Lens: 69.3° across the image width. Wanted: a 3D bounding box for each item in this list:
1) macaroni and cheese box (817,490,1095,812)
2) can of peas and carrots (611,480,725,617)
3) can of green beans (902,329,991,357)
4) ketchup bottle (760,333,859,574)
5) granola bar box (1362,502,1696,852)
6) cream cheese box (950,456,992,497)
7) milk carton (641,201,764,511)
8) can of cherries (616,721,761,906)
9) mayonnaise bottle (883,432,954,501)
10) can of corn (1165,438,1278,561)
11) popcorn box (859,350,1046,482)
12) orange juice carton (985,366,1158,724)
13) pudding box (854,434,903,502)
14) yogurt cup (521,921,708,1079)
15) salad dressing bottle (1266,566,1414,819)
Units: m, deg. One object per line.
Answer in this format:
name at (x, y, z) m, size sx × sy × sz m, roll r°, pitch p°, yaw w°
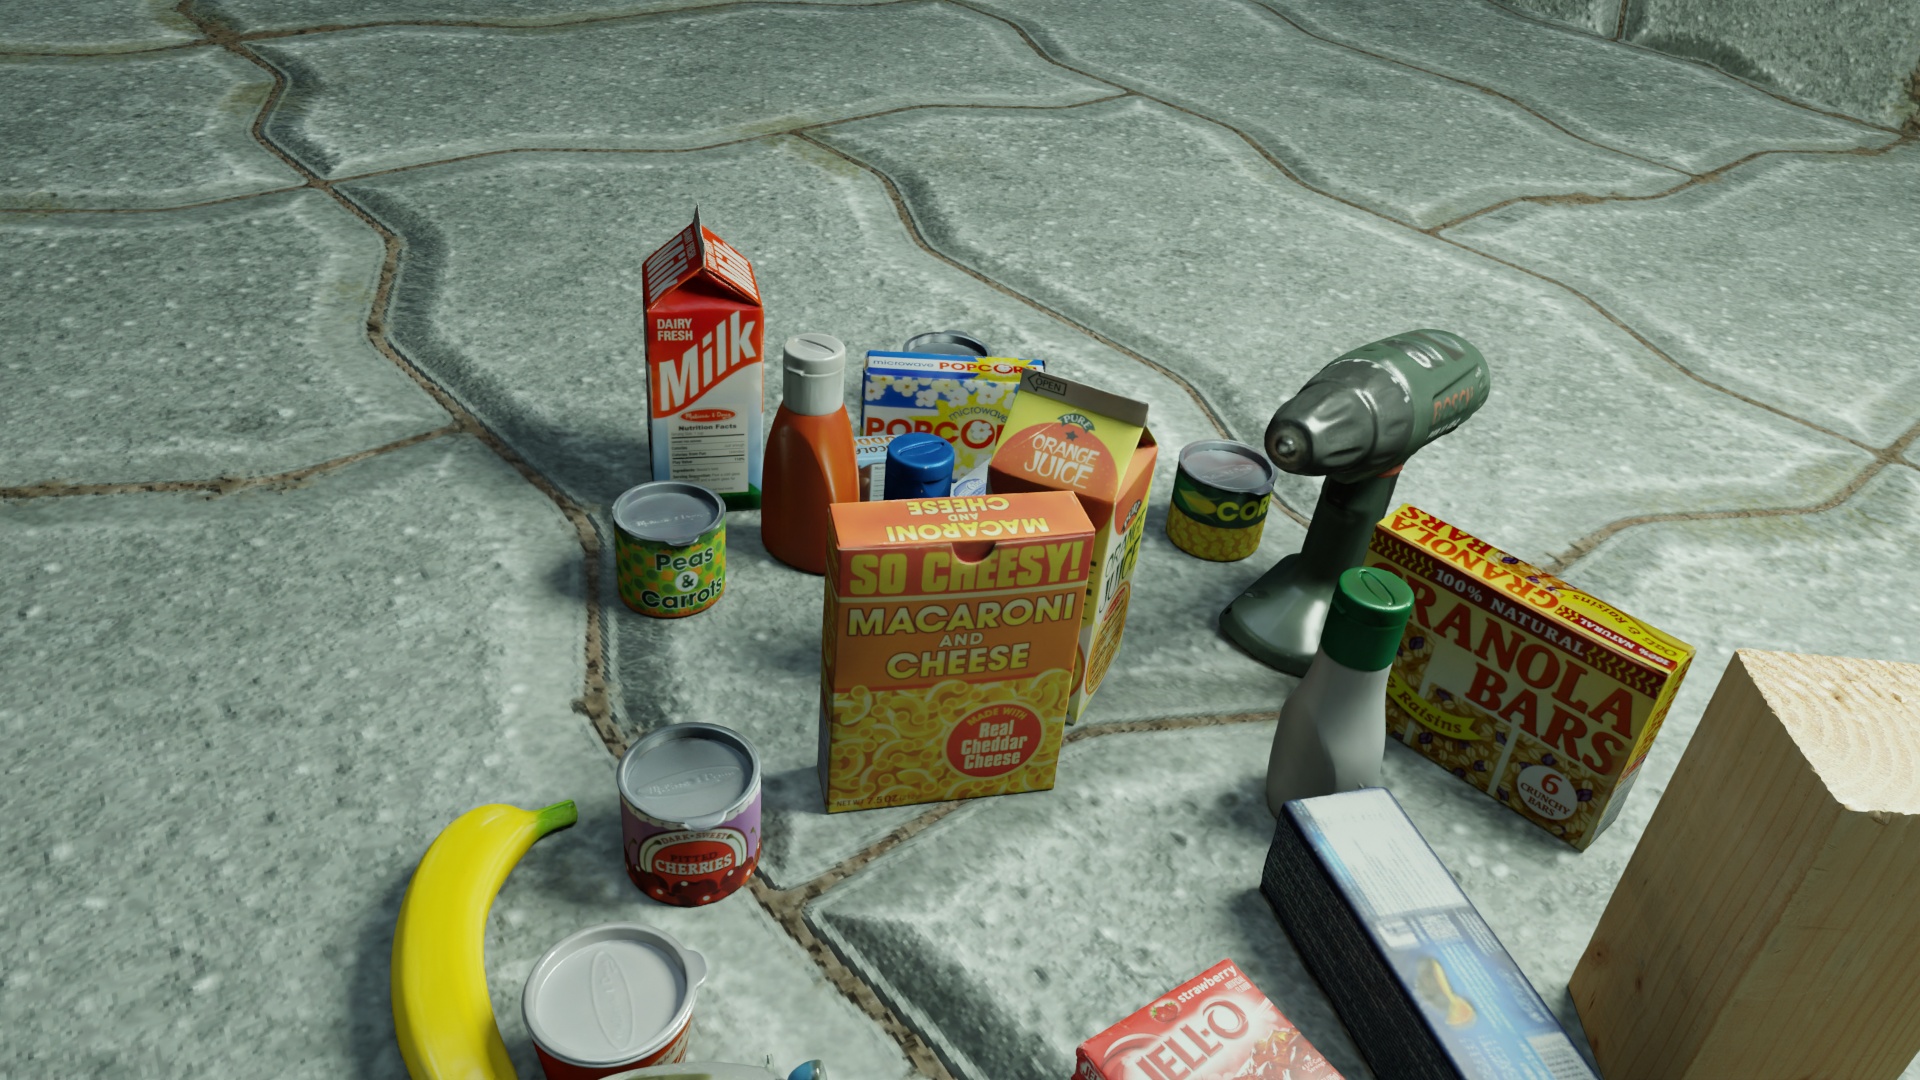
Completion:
macaroni and cheese box at (-0.006, 0.058, 0.690) m, size 0.124 × 0.165 × 0.040 m, roll -4°, pitch 35°, yaw -14°
can of peas and carrots at (-0.174, 0.006, 0.836) m, size 0.071 × 0.058 × 0.071 m, roll 4°, pitch 34°, yaw -3°
can of green beans at (-0.012, -0.116, 1.040) m, size 0.071 × 0.057 × 0.071 m, roll 4°, pitch 34°, yaw -3°
ketchup bottle at (-0.092, -0.053, 0.856) m, size 0.065 × 0.148 × 0.044 m, roll 23°, pitch 38°, yaw 24°
granola bar box at (0.288, 0.072, 0.751) m, size 0.039 × 0.123 × 0.166 m, roll -26°, pitch 45°, yaw -38°
cream cheese box at (0.003, -0.011, 0.893) m, size 0.024 × 0.053 × 0.104 m, roll 24°, pitch 38°, yaw 24°
milk carton at (-0.167, -0.116, 0.900) m, size 0.073 × 0.189 × 0.072 m, roll -4°, pitch 35°, yaw -14°
can of cherries at (-0.128, 0.131, 0.660) m, size 0.071 × 0.058 × 0.072 m, roll 4°, pitch 34°, yaw -3°
mayonnaise bottle at (-0.027, 0.012, 0.770) m, size 0.065 × 0.147 × 0.041 m, roll -17°, pitch 40°, yaw -30°
can of corn at (0.177, -0.026, 0.936) m, size 0.071 × 0.058 × 0.071 m, roll 4°, pitch 34°, yaw -3°
popcorn box at (-0.006, -0.085, 0.972) m, size 0.127 × 0.084 × 0.038 m, roll 3°, pitch 34°, yaw -5°
orange juice carton at (0.056, -0.001, 0.763) m, size 0.072 × 0.191 × 0.073 m, roll 18°, pitch 36°, yaw 18°
pudding box at (-0.062, -0.043, 0.933) m, size 0.084 × 0.049 × 0.030 m, roll -5°, pitch 35°, yaw -16°
yogurt cup at (-0.141, 0.198, 0.564) m, size 0.072 × 0.053 × 0.073 m, roll 4°, pitch 34°, yaw -3°
salad dressing bottle at (0.192, 0.083, 0.700) m, size 0.044 × 0.146 × 0.064 m, roll -5°, pitch 36°, yaw -16°
